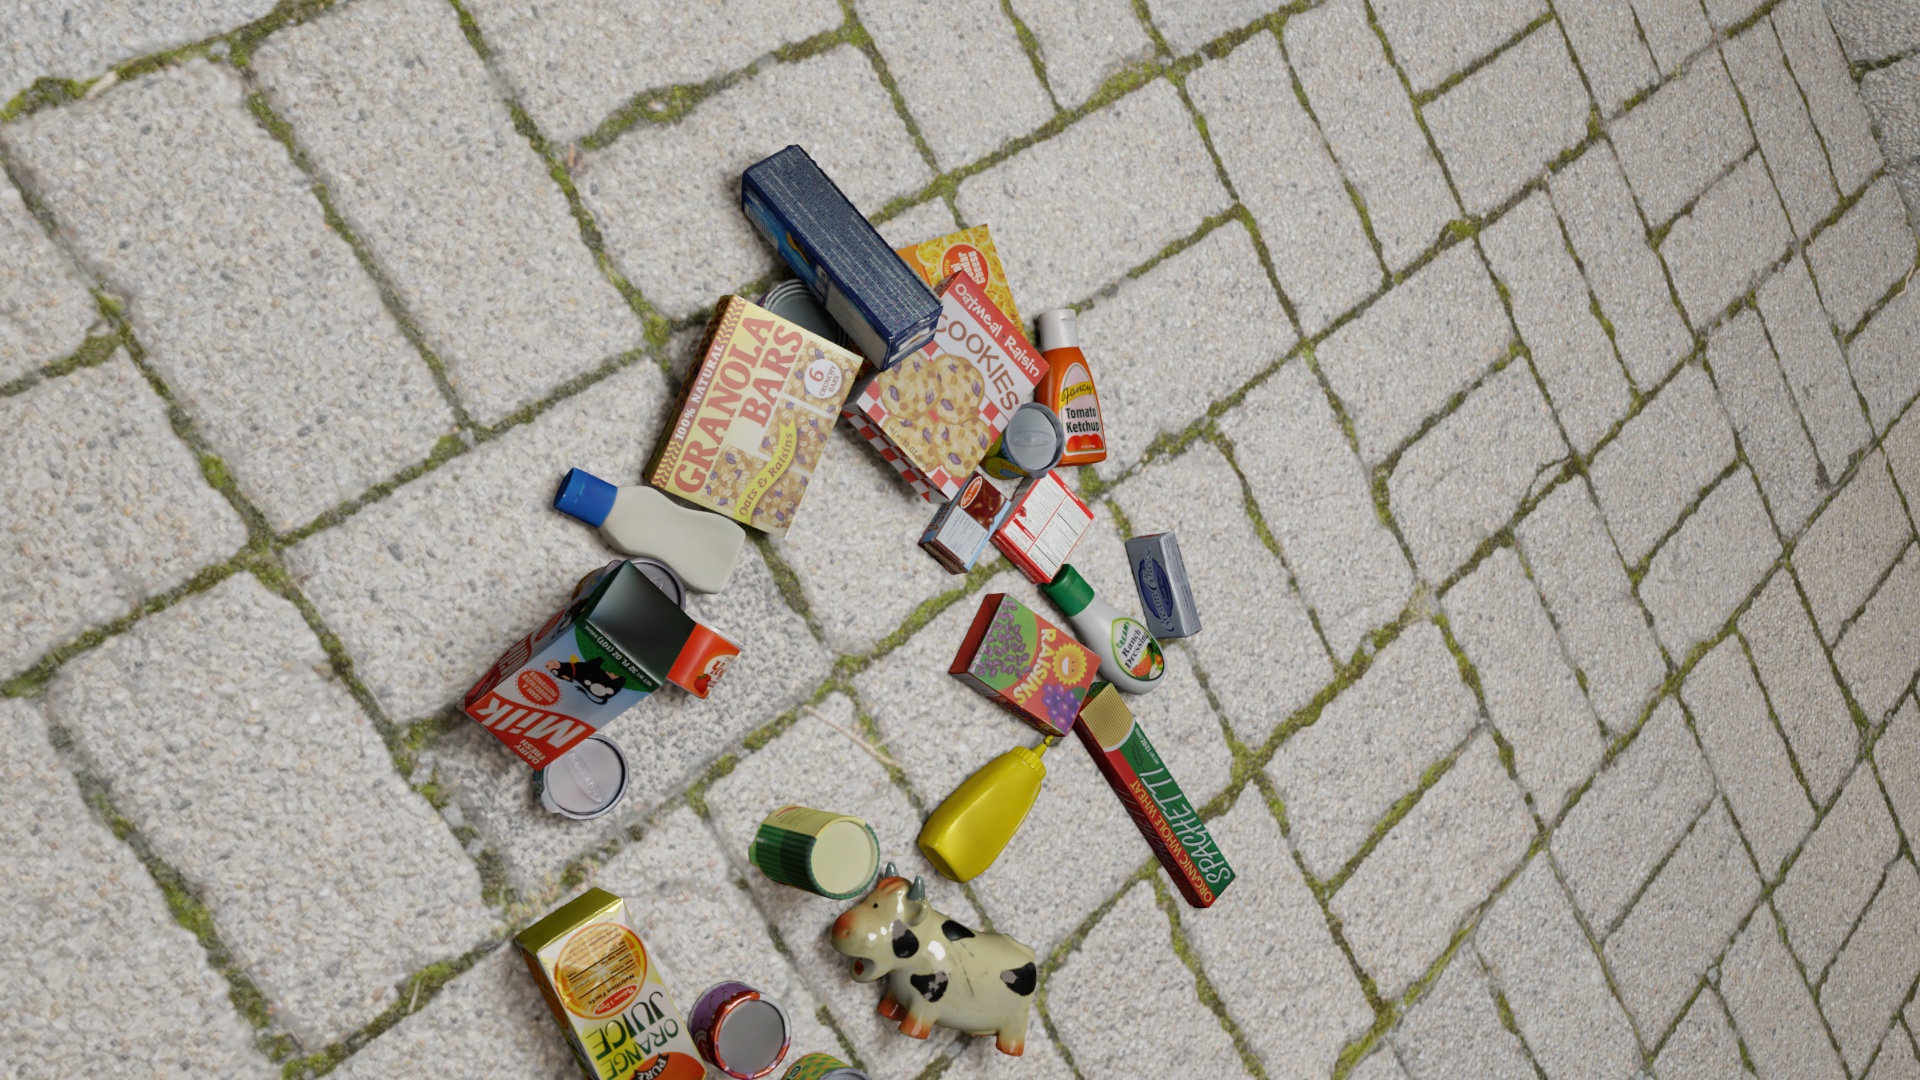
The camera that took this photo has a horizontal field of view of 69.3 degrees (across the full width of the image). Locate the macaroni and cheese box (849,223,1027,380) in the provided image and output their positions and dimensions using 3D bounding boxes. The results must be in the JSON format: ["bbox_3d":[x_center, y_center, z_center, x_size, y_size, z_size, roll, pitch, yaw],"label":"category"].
[{"bbox_3d":[-0.030,-0.206,1.262,0.167,0.040,0.123,-24,98,-31],"label":"macaroni and cheese box"}]

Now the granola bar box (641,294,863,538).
[{"bbox_3d":[-0.170,-0.101,1.143,0.124,0.039,0.165,24,89,-26],"label":"granola bar box"}]

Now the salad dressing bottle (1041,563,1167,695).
[{"bbox_3d":[0.137,0.084,1.327,0.147,0.044,0.064,46,58,-18],"label":"salad dressing bottle"}]

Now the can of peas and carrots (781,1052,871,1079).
[{"bbox_3d":[-0.111,0.457,1.130,0.071,0.058,0.071,4,83,-30],"label":"can of peas and carrots"}]

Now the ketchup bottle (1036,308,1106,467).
[{"bbox_3d":[0.101,-0.146,1.332,0.065,0.043,0.149,-6,87,-33],"label":"ketchup bottle"}]

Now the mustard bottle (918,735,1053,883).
[{"bbox_3d":[0.033,0.233,1.246,0.161,0.048,0.065,-43,107,-28],"label":"mustard bottle"}]

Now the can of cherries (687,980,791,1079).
[{"bbox_3d":[-0.176,0.389,1.098,0.071,0.058,0.071,4,83,-31],"label":"can of cherries"}]

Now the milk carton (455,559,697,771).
[{"bbox_3d":[-0.287,0.101,1.005,0.072,0.190,0.074,45,31,-18],"label":"milk carton"}]

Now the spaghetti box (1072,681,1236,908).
[{"bbox_3d":[0.186,0.249,1.348,0.050,0.028,0.249,-40,105,-27],"label":"spaghetti box"}]

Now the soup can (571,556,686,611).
[{"bbox_3d":[-0.259,0.047,1.072,0.071,0.083,0.071,4,83,-31],"label":"soup can"}]

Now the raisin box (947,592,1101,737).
[{"bbox_3d":[0.061,0.116,1.282,0.123,0.040,0.086,35,68,-22],"label":"raisin box"}]

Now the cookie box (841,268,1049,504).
[{"bbox_3d":[-0.011,-0.135,1.219,0.122,0.040,0.168,46,65,-21],"label":"cookie box"}]

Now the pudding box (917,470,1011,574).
[{"bbox_3d":[0.005,-0.016,1.268,0.049,0.030,0.084,40,66,-20],"label":"pudding box"}]

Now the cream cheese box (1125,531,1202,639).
[{"bbox_3d":[0.199,0.045,1.364,0.024,0.053,0.103,-18,94,-33],"label":"cream cheese box"}]

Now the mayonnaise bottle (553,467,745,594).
[{"bbox_3d":[-0.249,-0.011,1.110,0.148,0.041,0.065,27,73,-25],"label":"mayonnaise bottle"}]

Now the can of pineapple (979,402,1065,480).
[{"bbox_3d":[0.054,-0.090,1.289,0.071,0.057,0.071,3,83,-30],"label":"can of pineapple"}]

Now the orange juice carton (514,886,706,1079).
[{"bbox_3d":[-0.255,0.366,1.046,0.073,0.071,0.192,-28,99,-30],"label":"orange juice carton"}]

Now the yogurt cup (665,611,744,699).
[{"bbox_3d":[-0.215,0.091,1.107,0.072,0.072,0.054,34,77,-24],"label":"yogurt cup"}]

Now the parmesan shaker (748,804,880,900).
[{"bbox_3d":[-0.119,0.252,1.122,0.071,0.103,0.071,3,84,-30],"label":"parmesan shaker"}]

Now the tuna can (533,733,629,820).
[{"bbox_3d":[-0.293,0.182,1.066,0.071,0.032,0.071,4,83,-30],"label":"tuna can"}]
